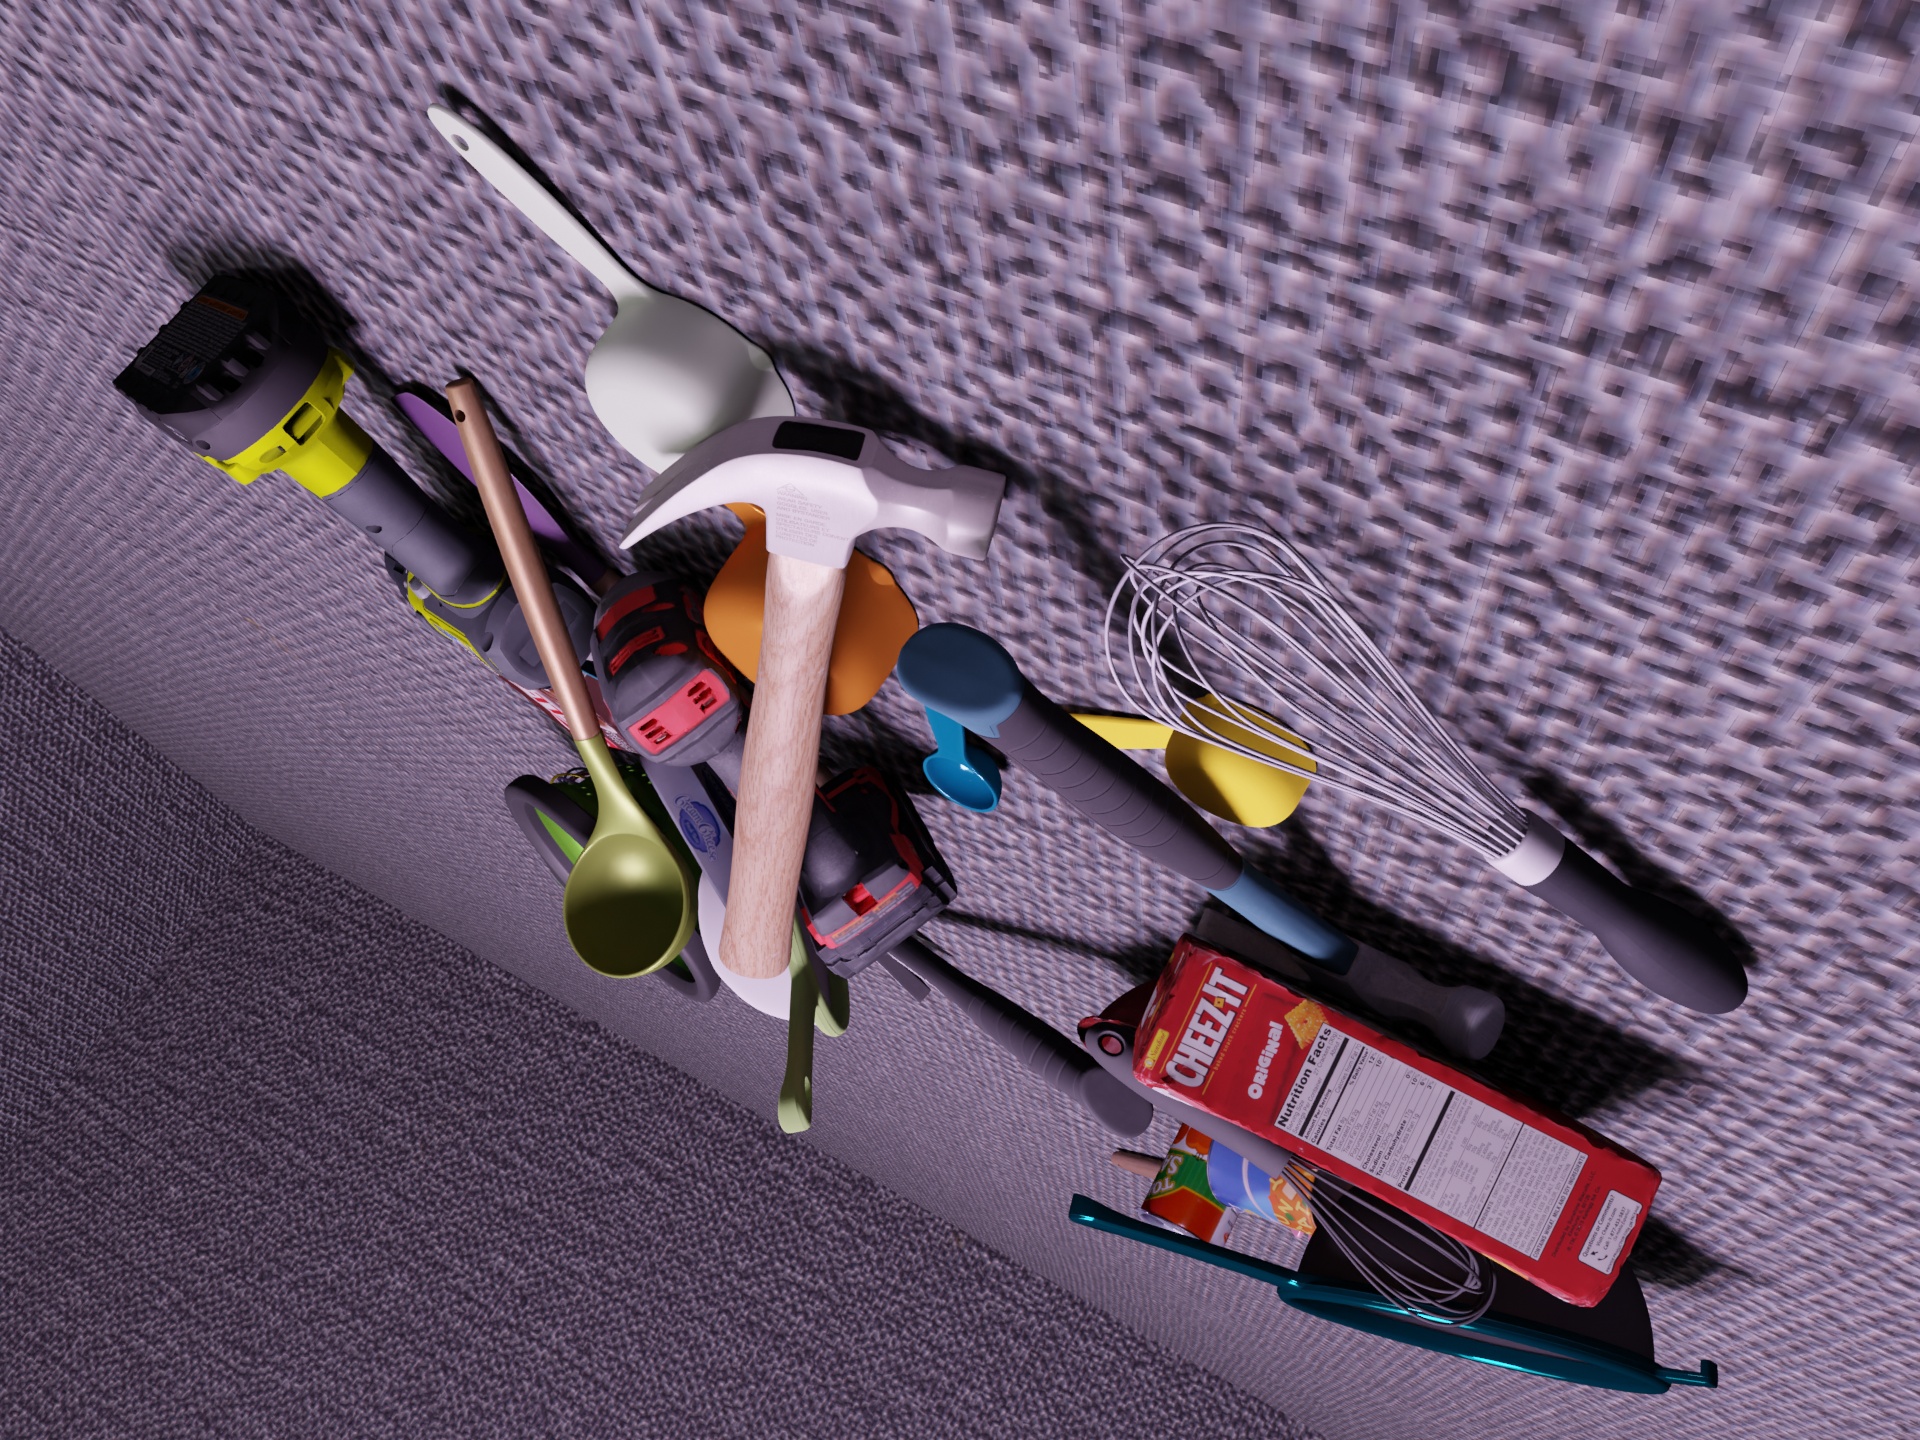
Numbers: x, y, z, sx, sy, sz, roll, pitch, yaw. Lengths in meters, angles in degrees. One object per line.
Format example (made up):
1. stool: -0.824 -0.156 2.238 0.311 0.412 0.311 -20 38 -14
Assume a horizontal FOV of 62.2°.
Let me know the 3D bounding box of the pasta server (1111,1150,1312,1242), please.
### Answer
1. pasta server: 0.209 0.387 1.297 0.060 0.040 0.316 51 156 -14

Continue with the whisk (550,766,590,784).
1. whisk: -0.207 0.105 1.230 0.245 0.047 0.051 32 -161 -14

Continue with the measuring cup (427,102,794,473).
1. measuring cup: -0.131 -0.143 0.565 0.083 0.038 0.167 4 148 51

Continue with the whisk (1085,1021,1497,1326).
1. whisk: 0.165 0.228 0.817 0.239 0.055 0.055 32 160 16

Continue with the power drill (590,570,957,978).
1. power drill: -0.102 0.017 0.801 0.219 0.078 0.143 51 -177 -33

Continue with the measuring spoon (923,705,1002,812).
1. measuring spoon: -0.001 -0.002 0.748 0.042 0.021 0.128 21 148 24

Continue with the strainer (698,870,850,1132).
1. strainer: -0.114 0.147 0.910 0.069 0.257 0.151 -14 118 4

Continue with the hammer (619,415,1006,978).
1. hammer: -0.076 0.010 0.658 0.130 0.031 0.331 14 138 -1

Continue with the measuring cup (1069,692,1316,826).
1. measuring cup: 0.073 0.016 0.654 0.156 0.029 0.062 4 146 46

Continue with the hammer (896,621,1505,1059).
1. hammer: 0.093 0.052 0.623 0.128 0.033 0.330 19 168 47

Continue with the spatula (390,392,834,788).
1. spatula: -0.173 -0.060 0.844 0.315 0.018 0.060 45 160 -30

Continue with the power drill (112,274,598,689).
1. power drill: -0.306 -0.116 0.816 0.191 0.080 0.228 26 164 46

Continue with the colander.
1. colander: -0.196 0.072 1.045 0.204 0.094 0.397 46 158 1

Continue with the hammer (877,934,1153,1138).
1. hammer: 0.010 0.177 1.004 0.146 0.035 0.335 48 167 -32

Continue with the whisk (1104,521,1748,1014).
1. whisk: 0.163 0.025 0.526 0.284 0.070 0.070 33 160 -18

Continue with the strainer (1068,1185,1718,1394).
1. strainer: 0.232 0.289 0.901 0.340 0.095 0.211 18 159 -3

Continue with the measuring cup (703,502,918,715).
1. measuring cup: -0.098 -0.066 0.676 0.173 0.052 0.095 40 158 -25

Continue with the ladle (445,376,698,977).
1. ladle: -0.198 -0.010 0.783 0.078 0.062 0.320 0 121 22

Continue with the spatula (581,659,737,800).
1. spatula: -0.151 0.036 0.996 0.082 0.044 0.317 24 159 22
